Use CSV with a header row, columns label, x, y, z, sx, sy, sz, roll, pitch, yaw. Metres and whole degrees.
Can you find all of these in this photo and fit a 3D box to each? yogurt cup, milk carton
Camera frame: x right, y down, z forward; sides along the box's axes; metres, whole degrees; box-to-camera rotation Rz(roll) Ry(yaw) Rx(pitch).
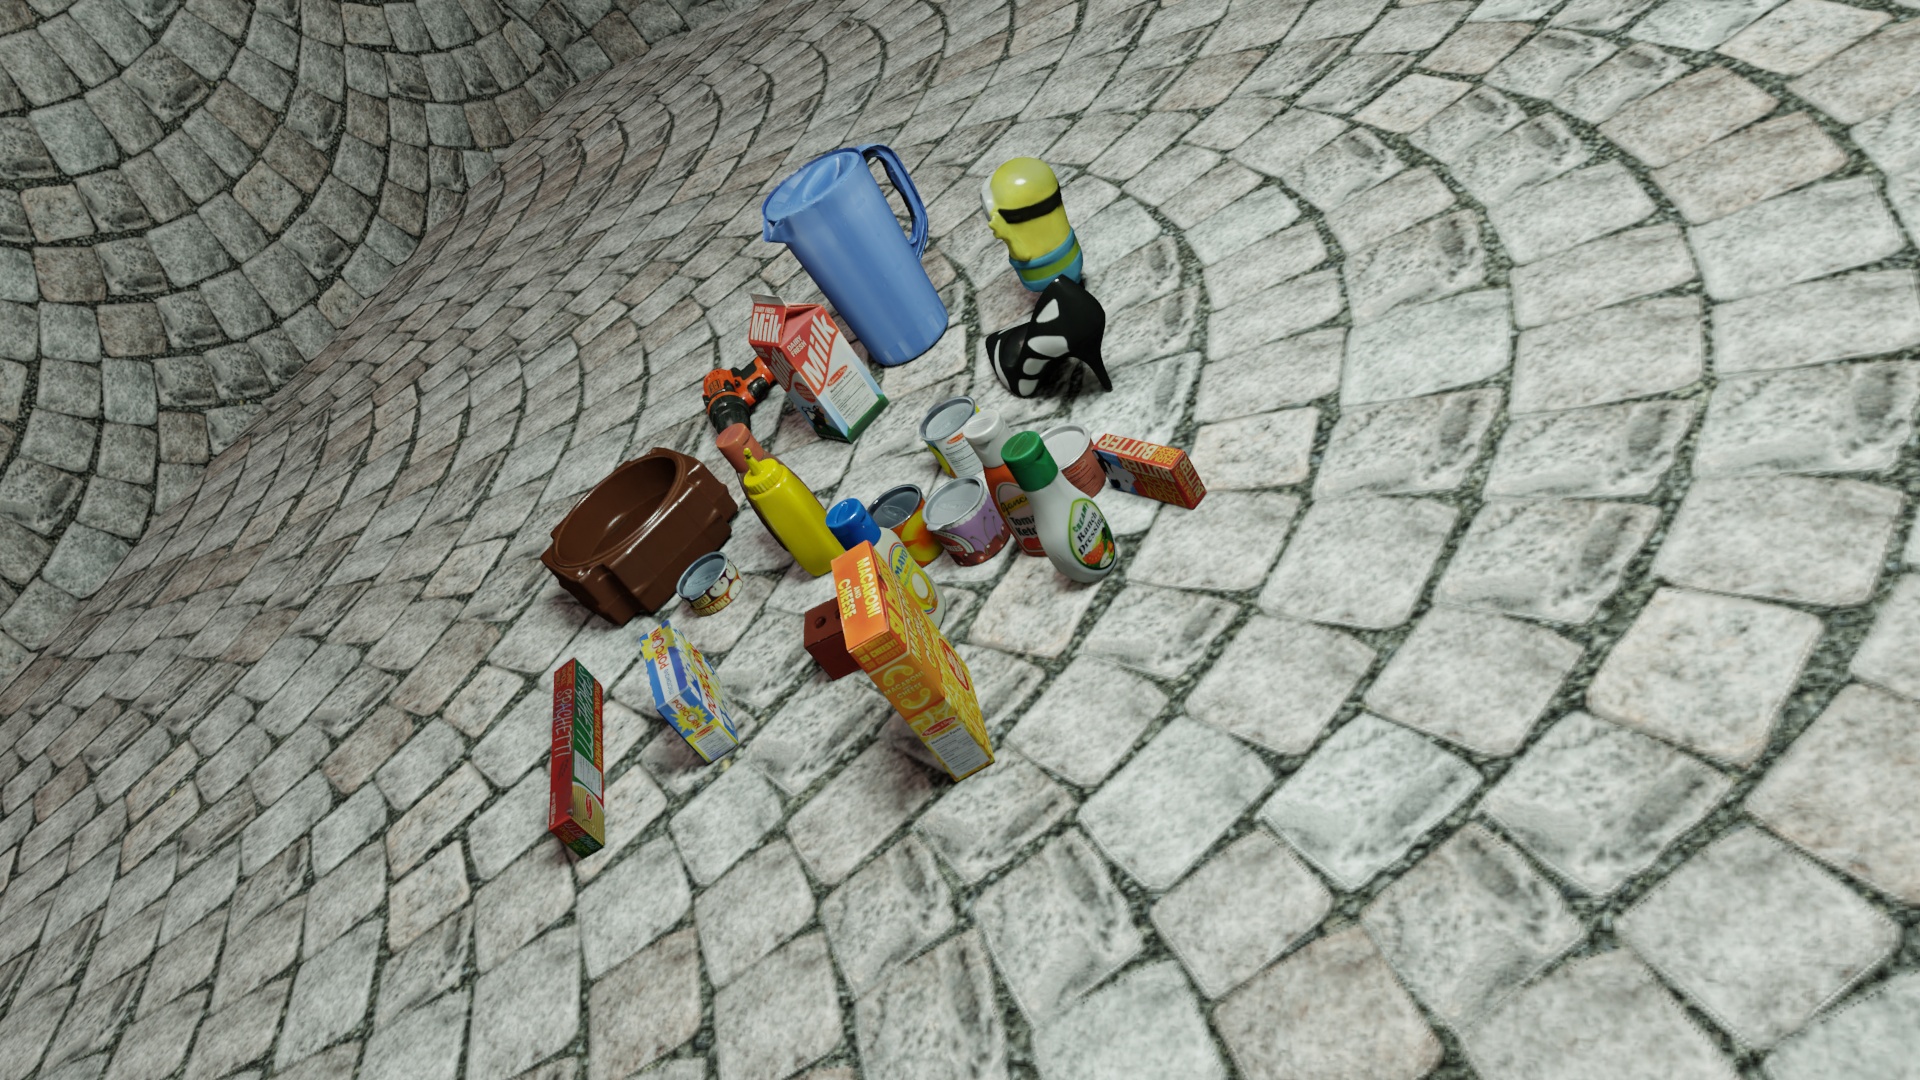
label,x,y,z,sx,sy,sz,roll,pitch,yaw
yogurt cup,0.100,-0.069,1.297,0.072,0.053,0.073,-23,35,18
milk carton,-0.170,-0.205,1.576,0.072,0.190,0.074,16,58,50

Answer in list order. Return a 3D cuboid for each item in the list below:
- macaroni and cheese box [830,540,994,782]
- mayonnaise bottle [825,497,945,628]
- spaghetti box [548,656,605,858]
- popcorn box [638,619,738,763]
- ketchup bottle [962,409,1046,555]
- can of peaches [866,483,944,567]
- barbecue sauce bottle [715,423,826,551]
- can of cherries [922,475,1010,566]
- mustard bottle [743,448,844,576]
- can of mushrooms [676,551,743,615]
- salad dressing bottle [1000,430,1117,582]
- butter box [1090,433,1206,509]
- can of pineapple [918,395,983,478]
label,x,y,z,sx,sy,sz,roll,pitch,yaw
macaroni and cheese box,-0.038,0.095,1.111,0.040,0.166,0.124,-30,34,8
mayonnaise bottle,-0.067,0.026,1.239,0.041,0.147,0.065,-14,39,29
spaghetti box,-0.377,0.208,1.368,0.028,0.050,0.251,-32,34,5
popcorn box,-0.258,0.142,1.317,0.038,0.085,0.127,-35,33,0
ketchup bottle,0.052,-0.051,1.231,0.064,0.148,0.044,-13,39,30
can of peaches,-0.054,-0.010,1.354,0.071,0.058,0.071,-23,35,18
barbecue sauce bottle,-0.200,-0.058,1.457,0.043,0.148,0.065,-4,44,38
can of cherries,0.005,-0.016,1.310,0.071,0.058,0.072,-23,35,18
mustard bottle,-0.175,-0.035,1.396,0.049,0.159,0.065,-29,34,9
can of mushrooms,-0.269,0.048,1.489,0.071,0.033,0.071,-23,35,17
salad dressing bottle,0.083,-0.028,1.177,0.044,0.147,0.064,3,49,43
butter box,0.167,-0.062,1.232,0.024,0.053,0.103,-47,35,-18
can of pineapple,-0.001,-0.107,1.428,0.071,0.057,0.071,-23,35,18
